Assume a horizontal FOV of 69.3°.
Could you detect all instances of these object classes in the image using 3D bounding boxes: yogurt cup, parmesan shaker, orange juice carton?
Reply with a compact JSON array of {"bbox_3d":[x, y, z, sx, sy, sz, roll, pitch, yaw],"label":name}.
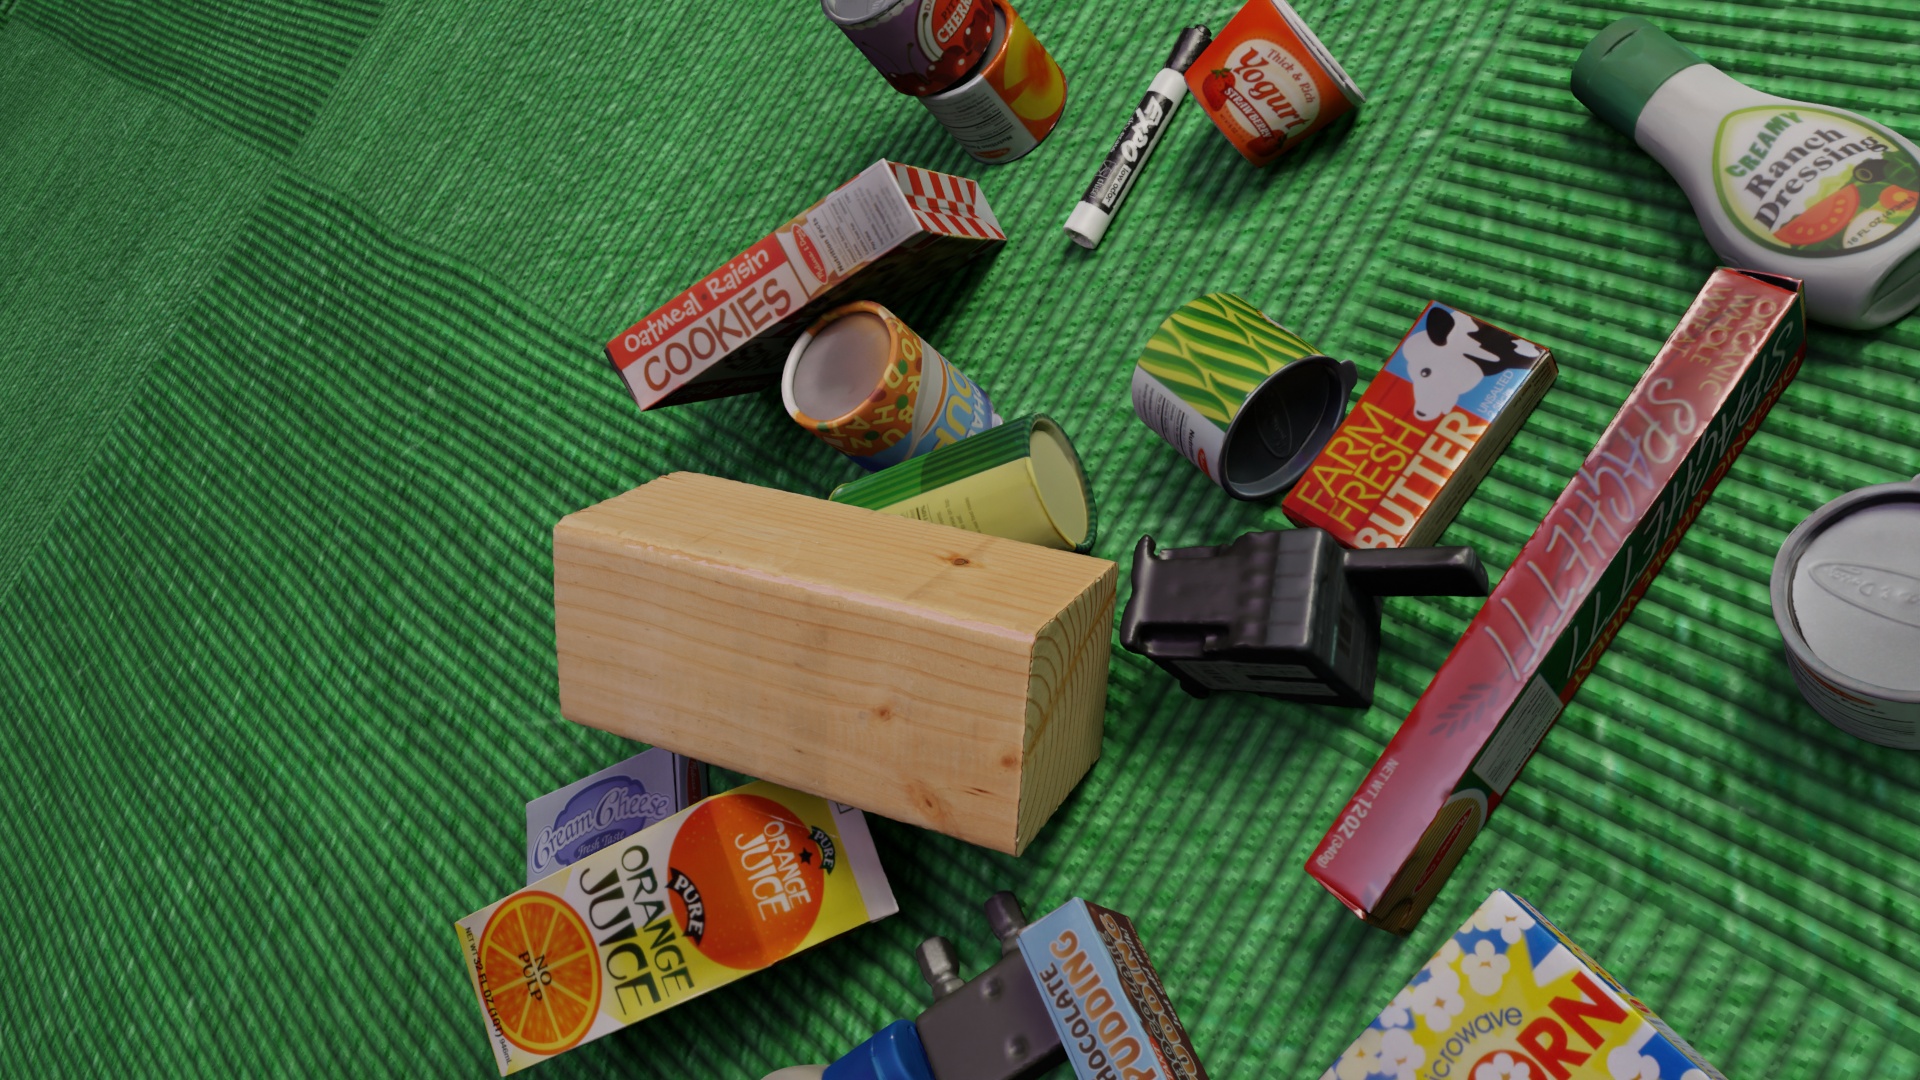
[{"bbox_3d":[0.136,-0.203,0.614,0.053,0.072,0.073,-39,52,24],"label":"yogurt cup"},{"bbox_3d":[0.002,-0.008,0.614,0.103,0.071,0.071,-19,59,25],"label":"parmesan shaker"},{"bbox_3d":[-0.116,0.158,0.597,0.192,0.073,0.072,-28,76,21],"label":"orange juice carton"}]

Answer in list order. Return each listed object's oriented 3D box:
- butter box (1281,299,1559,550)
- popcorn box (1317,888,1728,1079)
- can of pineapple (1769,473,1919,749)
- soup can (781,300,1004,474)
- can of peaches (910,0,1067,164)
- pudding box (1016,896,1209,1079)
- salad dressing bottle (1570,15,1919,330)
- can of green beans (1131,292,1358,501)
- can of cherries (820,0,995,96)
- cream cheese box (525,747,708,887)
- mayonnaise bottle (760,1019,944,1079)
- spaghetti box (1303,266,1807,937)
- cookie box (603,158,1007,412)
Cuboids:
[{"bbox_3d":[0.175,-0.038,0.533,0.053,0.024,0.103,37,92,39],"label":"butter box"},{"bbox_3d":[0.161,0.184,0.429,0.126,0.038,0.085,-49,50,5],"label":"popcorn box"},{"bbox_3d":[0.281,0.022,0.410,0.071,0.058,0.071,-14,61,28],"label":"can of pineapple"},{"bbox_3d":[-0.031,-0.065,0.649,0.071,0.083,0.071,-15,61,28],"label":"soup can"},{"bbox_3d":[0.013,-0.241,0.719,0.071,0.058,0.071,-15,62,29],"label":"can of peaches"},{"bbox_3d":[0.057,0.174,0.498,0.030,0.049,0.084,-37,52,13],"label":"pudding box"},{"bbox_3d":[0.280,-0.136,0.495,0.064,0.044,0.148,-39,52,12],"label":"salad dressing bottle"},{"bbox_3d":[0.112,-0.059,0.560,0.071,0.071,0.058,-49,50,6],"label":"can of green beans"},{"bbox_3d":[-0.023,-0.260,0.676,0.071,0.058,0.072,-15,60,28],"label":"can of cherries"},{"bbox_3d":[-0.171,0.141,0.686,0.103,0.024,0.053,-25,56,23],"label":"cream cheese box"},{"bbox_3d":[-0.071,0.247,0.558,0.148,0.041,0.065,-38,54,13],"label":"mayonnaise bottle"},{"bbox_3d":[0.204,0.022,0.469,0.029,0.050,0.250,34,90,39],"label":"spaghetti box"},{"bbox_3d":[-0.073,-0.123,0.681,0.167,0.123,0.040,-28,90,21],"label":"cookie box"}]
